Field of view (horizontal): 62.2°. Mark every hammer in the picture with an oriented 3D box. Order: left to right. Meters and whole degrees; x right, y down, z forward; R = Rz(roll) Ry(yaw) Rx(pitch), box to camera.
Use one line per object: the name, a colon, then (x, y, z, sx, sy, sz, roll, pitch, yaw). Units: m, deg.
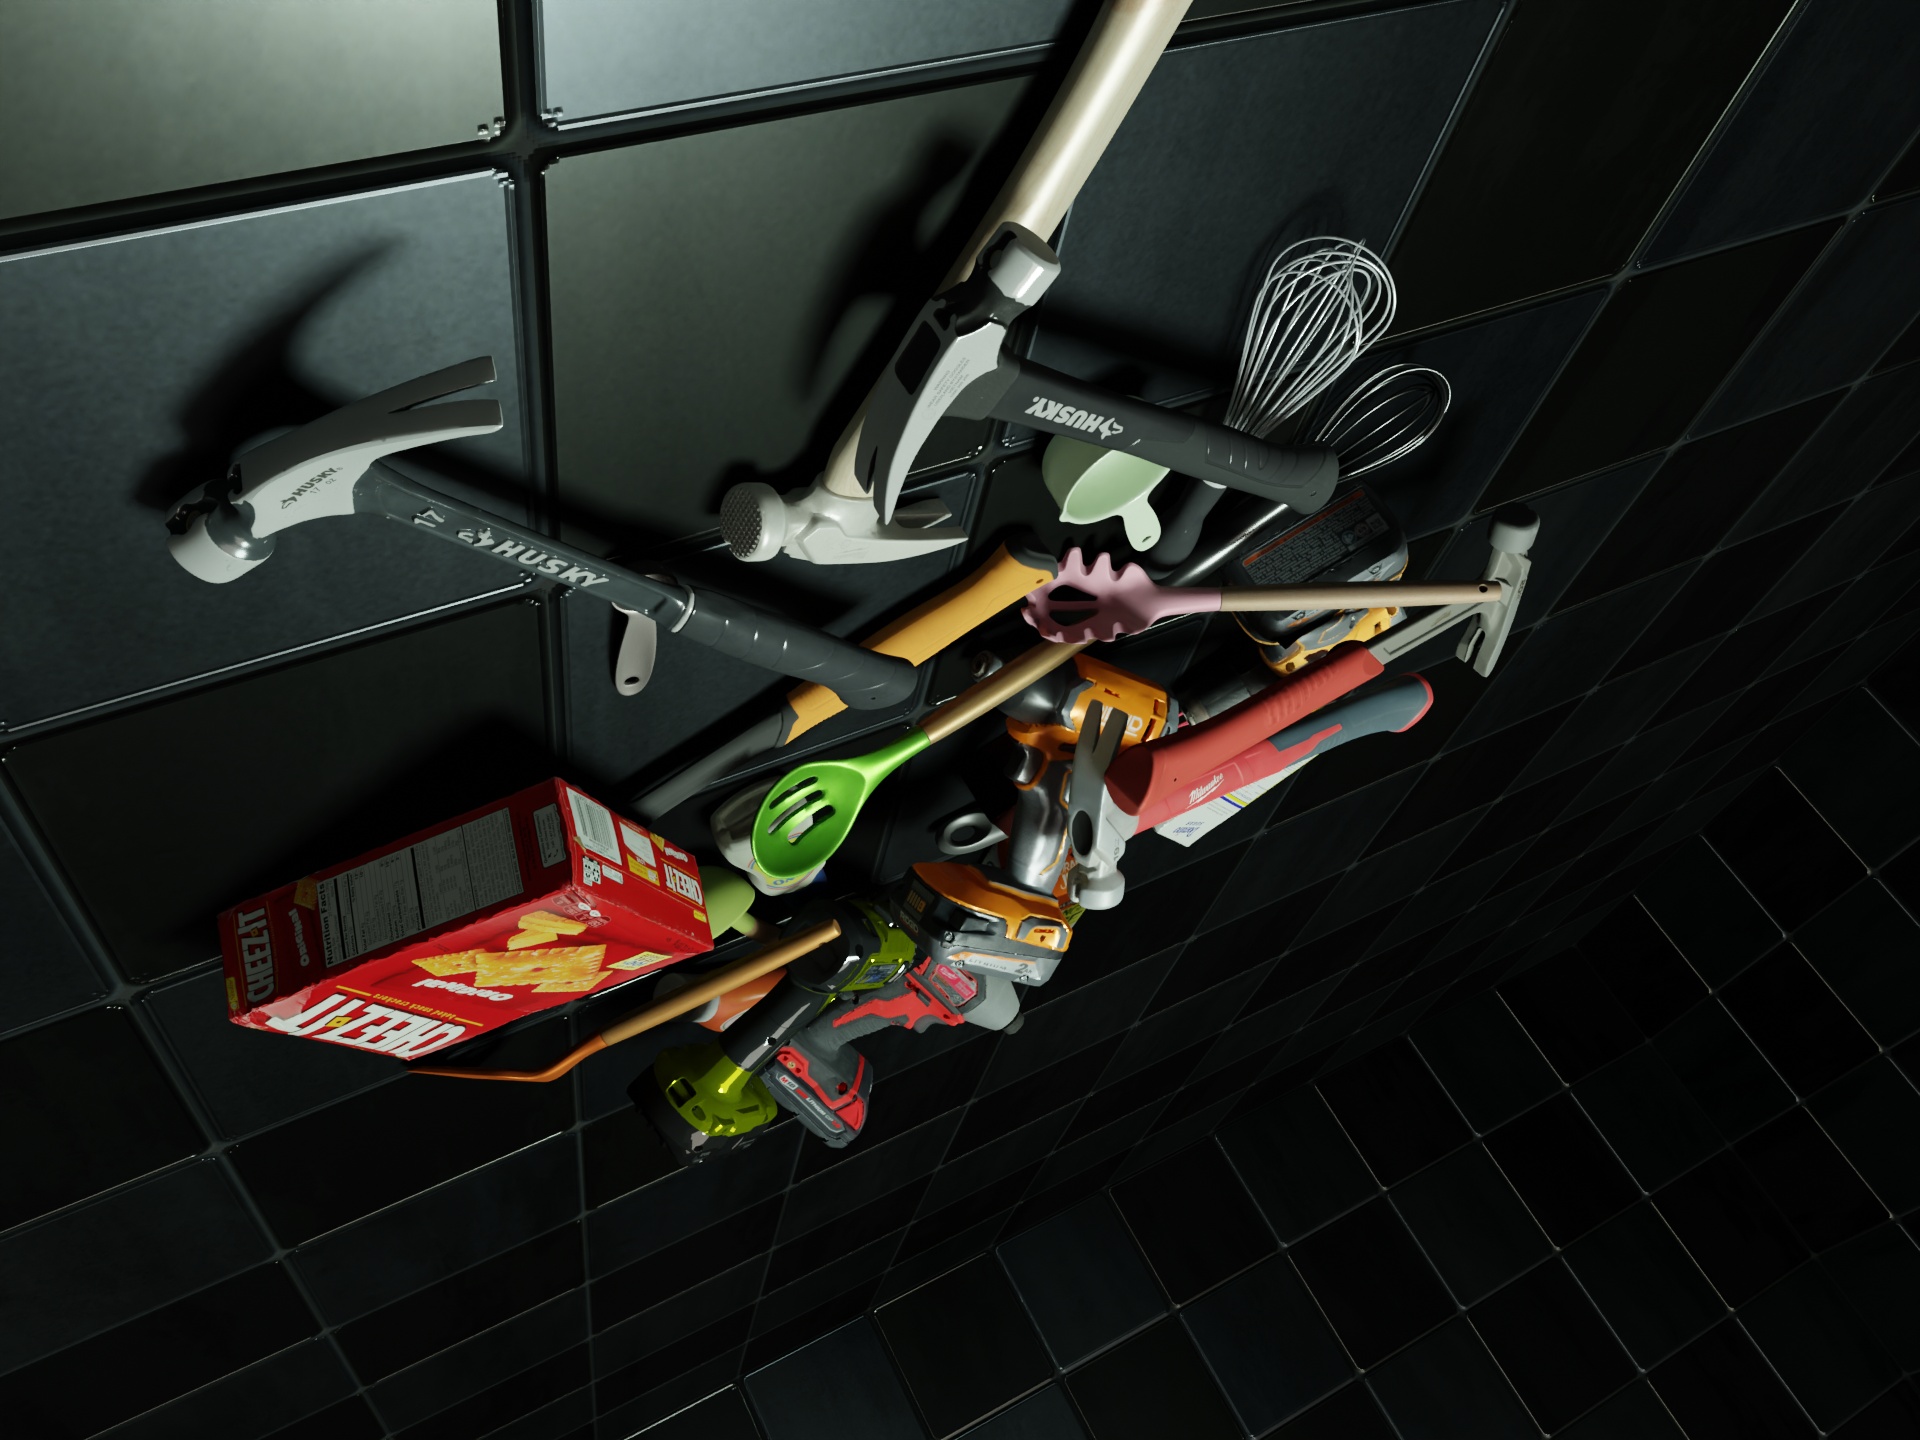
hammer: (-0.141, -0.061, 0.746, 0.149, 0.036, 0.408, -23, 158, 25)
hammer: (-0.086, -0.008, 0.964, 0.337, 0.034, 0.127, -33, 154, 2)
hammer: (0.033, -0.223, 0.710, 0.146, 0.038, 0.410, -8, 146, -43)
hammer: (0.091, -0.143, 0.810, 0.334, 0.035, 0.146, 5, 136, -47)
hammer: (0.222, 0.010, 1.144, 0.386, 0.038, 0.143, -19, 123, -39)
hammer: (0.245, -0.022, 1.064, 0.359, 0.037, 0.149, -27, 143, -24)

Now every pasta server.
pasta server: (0.192, -0.079, 1.007, 0.316, 0.060, 0.040, -2, 173, -5)

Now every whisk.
whisk: (0.117, 0.050, 1.269, 0.296, 0.073, 0.073, -18, 152, -15)
whisk: (0.167, -0.170, 0.934, 0.070, 0.070, 0.284, -17, 155, -28)
whisk: (0.211, -0.149, 1.031, 0.239, 0.055, 0.055, -36, 155, 20)

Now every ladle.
ladle: (-0.147, 0.167, 1.189, 0.078, 0.062, 0.320, -28, 158, 4)

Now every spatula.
spatula: (-0.230, 0.202, 1.112, 0.322, 0.041, 0.081, -26, 159, 9)

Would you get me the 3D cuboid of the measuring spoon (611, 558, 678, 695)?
measuring spoon: (-0.170, -0.048, 0.828, 0.034, 0.018, 0.124, -11, 156, -21)

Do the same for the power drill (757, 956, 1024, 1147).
power drill: (-0.058, 0.260, 1.358, 0.219, 0.143, 0.079, -40, -165, 18)

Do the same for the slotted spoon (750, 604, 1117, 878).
slotted spoon: (-0.002, -0.003, 1.001, 0.314, 0.031, 0.070, -33, 126, -14)

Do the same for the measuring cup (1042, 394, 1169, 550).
measuring cup: (0.092, -0.139, 0.931, 0.083, 0.038, 0.167, -34, 162, 5)

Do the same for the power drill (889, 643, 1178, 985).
power drill: (0.039, 0.057, 1.088, 0.164, 0.084, 0.226, 19, 99, -36)

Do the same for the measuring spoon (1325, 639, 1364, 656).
measuring spoon: (0.299, -0.059, 1.154, 0.128, 0.021, 0.042, -29, 154, -39)

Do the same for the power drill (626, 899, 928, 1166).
power drill: (-0.124, 0.223, 1.197, 0.228, 0.080, 0.190, -46, 161, 9)

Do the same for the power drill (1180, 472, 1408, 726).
power drill: (0.238, -0.071, 1.165, 0.185, 0.084, 0.226, -31, 159, 3)
